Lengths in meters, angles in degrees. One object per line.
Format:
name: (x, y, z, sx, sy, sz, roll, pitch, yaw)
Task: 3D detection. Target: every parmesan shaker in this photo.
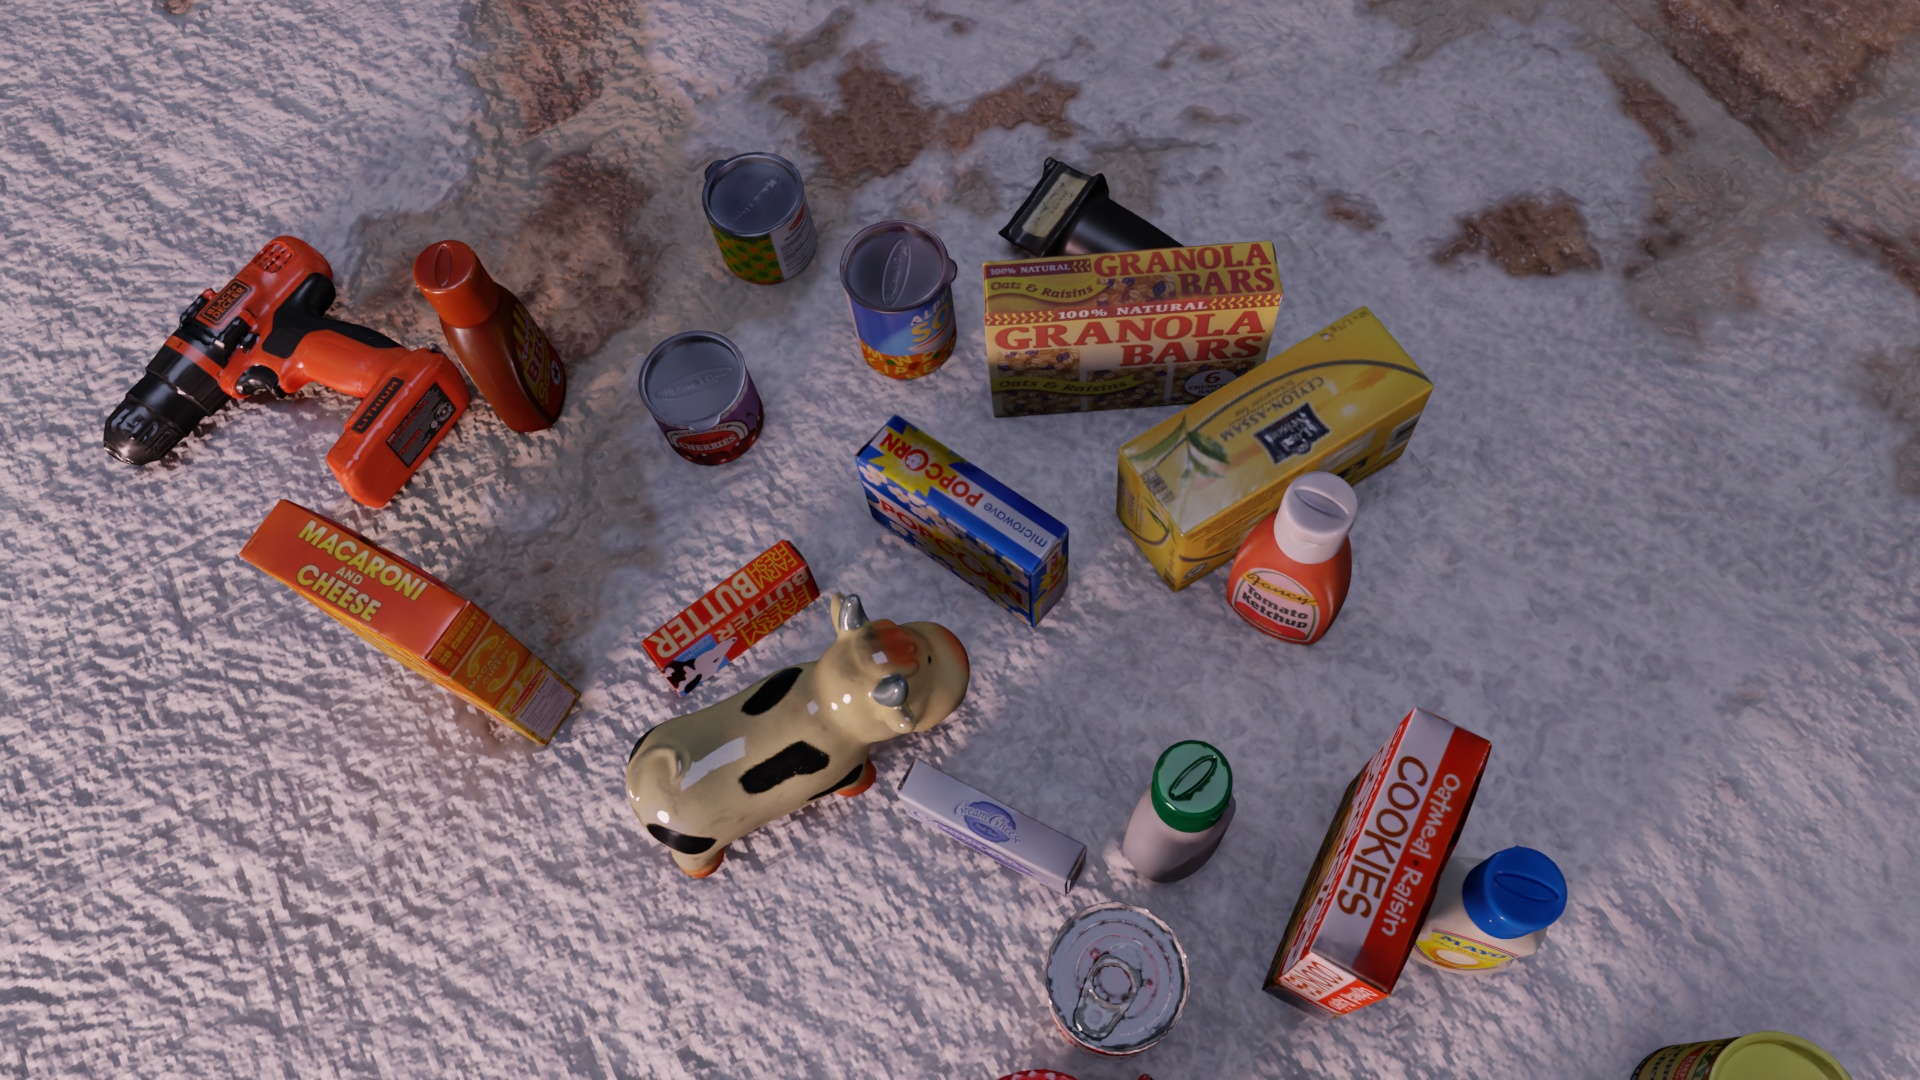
parmesan shaker: (0.362, 0.270, 0.649, 0.071, 0.102, 0.071, -2, 67, 4)

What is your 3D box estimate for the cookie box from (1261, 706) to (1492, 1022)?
cookie box: (0.198, 0.163, 0.673, 0.040, 0.166, 0.123, 25, 71, 14)

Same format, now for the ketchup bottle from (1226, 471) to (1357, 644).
ketchup bottle: (0.183, 0.009, 0.751, 0.065, 0.148, 0.044, 27, 72, 15)

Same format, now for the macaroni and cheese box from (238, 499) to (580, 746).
macaroni and cheese box: (-0.293, 0.048, 0.759, 0.124, 0.166, 0.040, 26, 71, 14)

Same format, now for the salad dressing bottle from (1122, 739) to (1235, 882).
salad dressing bottle: (0.112, 0.136, 0.701, 0.064, 0.147, 0.044, -39, 70, -12)

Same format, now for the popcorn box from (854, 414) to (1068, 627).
popcorn box: (0.003, -0.010, 0.807, 0.127, 0.085, 0.038, 34, 74, 17)

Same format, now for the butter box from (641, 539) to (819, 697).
butter box: (-0.132, 0.045, 0.810, 0.104, 0.053, 0.024, -37, 69, -11)

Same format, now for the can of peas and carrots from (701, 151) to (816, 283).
can of peas and carrots: (-0.134, -0.213, 0.919, 0.071, 0.058, 0.071, -1, 67, 4)

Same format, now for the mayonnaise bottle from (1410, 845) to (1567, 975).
mayonnaise bottle: (0.251, 0.180, 0.672, 0.065, 0.147, 0.041, 16, 69, 11)

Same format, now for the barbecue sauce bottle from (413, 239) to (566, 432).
barbecue sauce bottle: (-0.284, -0.125, 0.843, 0.044, 0.148, 0.065, -6, 67, 2)

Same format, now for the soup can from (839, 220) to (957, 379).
soup can: (-0.034, -0.148, 0.870, 0.071, 0.083, 0.071, -2, 67, 4)

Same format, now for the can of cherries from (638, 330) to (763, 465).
can of cherries: (-0.160, -0.086, 0.866, 0.071, 0.058, 0.072, -1, 67, 4)

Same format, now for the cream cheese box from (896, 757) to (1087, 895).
cream cheese box: (0.017, 0.156, 0.751, 0.104, 0.053, 0.024, 25, 71, 14)

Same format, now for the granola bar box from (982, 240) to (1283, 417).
granola bar box: (0.098, -0.124, 0.828, 0.166, 0.123, 0.039, -4, 67, 3)
